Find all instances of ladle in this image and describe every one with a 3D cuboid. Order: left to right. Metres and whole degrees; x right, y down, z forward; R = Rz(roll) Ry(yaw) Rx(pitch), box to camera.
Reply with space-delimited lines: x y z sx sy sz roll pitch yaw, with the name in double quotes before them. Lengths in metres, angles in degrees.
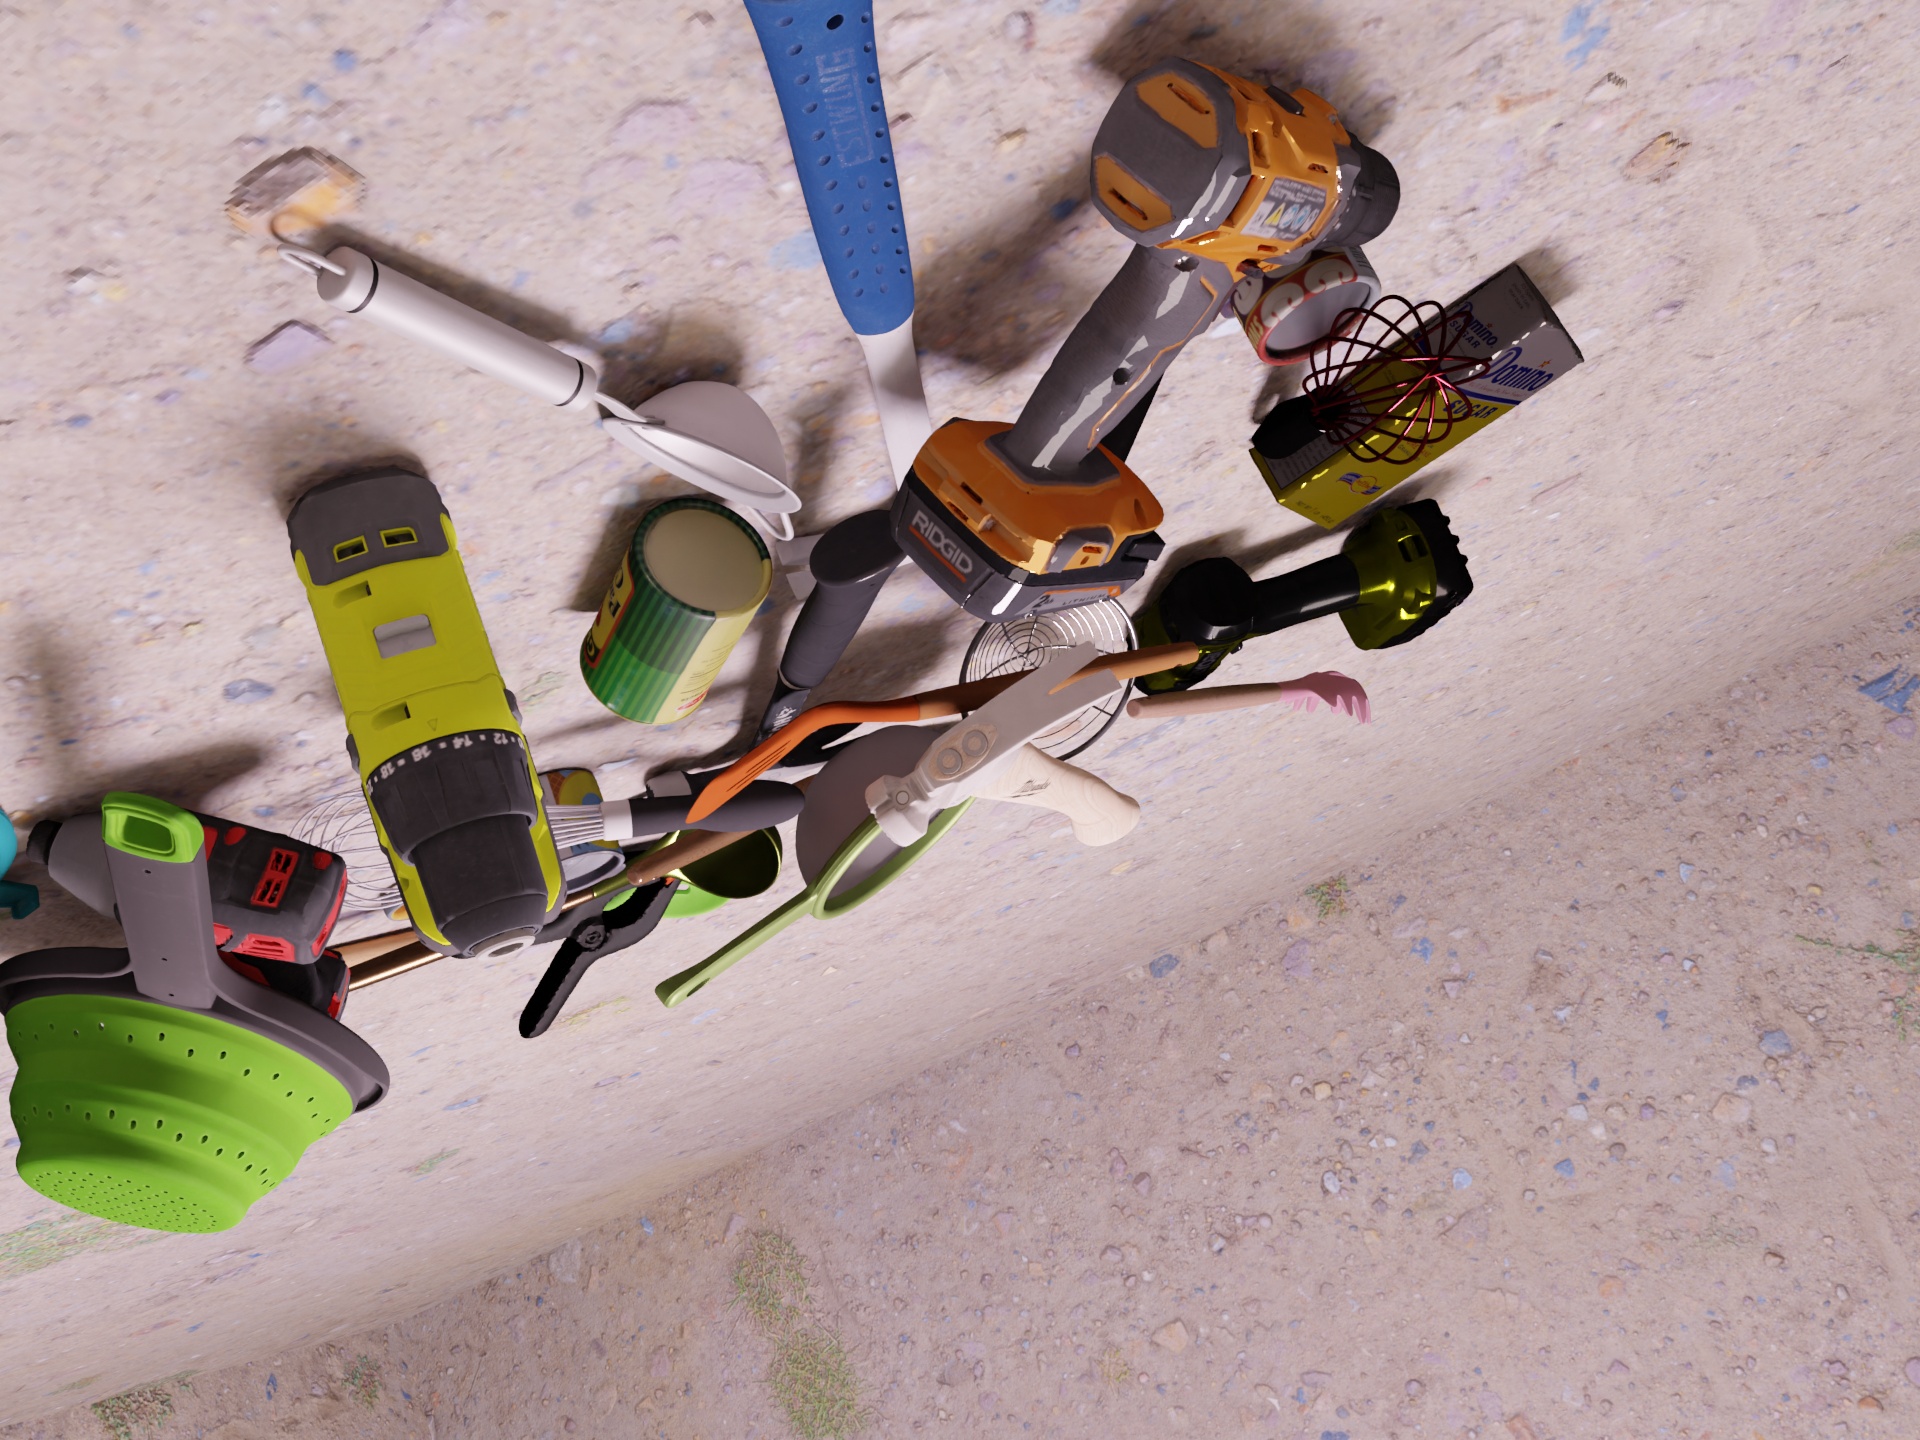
"ladle" -0.271 0.129 1.071 0.320 0.062 0.078 -20 123 -23

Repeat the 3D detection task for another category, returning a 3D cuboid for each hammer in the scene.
"hammer" -0.086 -0.021 0.878 0.149 0.036 0.409 -19 169 -20
"hammer" -0.035 -0.154 0.639 0.144 0.035 0.405 -23 162 -3
"hammer" 0.071 0.037 1.013 0.146 0.038 0.410 -35 164 9

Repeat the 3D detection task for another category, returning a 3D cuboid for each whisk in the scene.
"whisk" -0.227 0.059 0.897 0.284 0.070 0.070 -6 157 -17
"whisk" 0.181 -0.152 0.766 0.073 0.073 0.296 -24 -175 0

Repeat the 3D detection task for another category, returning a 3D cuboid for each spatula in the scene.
"spatula" -0.107 0.060 1.079 0.082 0.044 0.317 -32 177 36
"spatula" -0.001 -0.003 0.898 0.322 0.041 0.081 -12 165 -23

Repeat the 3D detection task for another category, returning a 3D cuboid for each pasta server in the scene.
"pasta server" 0.213 -0.011 1.154 0.060 0.040 0.316 13 -168 38

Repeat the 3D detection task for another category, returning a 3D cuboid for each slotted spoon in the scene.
"slotted spoon" -0.312 0.144 1.154 0.313 0.031 0.070 -9 143 -33

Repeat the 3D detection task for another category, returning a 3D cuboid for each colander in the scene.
"colander" -0.385 0.162 0.756 0.204 0.095 0.397 16 144 -11

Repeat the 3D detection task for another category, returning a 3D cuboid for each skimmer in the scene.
"skimmer" 0.075 -0.081 0.895 0.127 0.090 0.363 -18 161 -16

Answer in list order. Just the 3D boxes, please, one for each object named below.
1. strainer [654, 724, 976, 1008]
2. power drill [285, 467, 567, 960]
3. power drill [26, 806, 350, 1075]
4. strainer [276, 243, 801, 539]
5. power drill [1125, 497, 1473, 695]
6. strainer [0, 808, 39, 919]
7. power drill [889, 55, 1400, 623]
"strainer" -0.093 0.078 0.974 0.256 0.069 0.151 -34 164 -27
"power drill" -0.218 0.025 0.680 0.080 0.191 0.228 -18 165 -18
"power drill" -0.397 0.114 0.836 0.143 0.079 0.219 15 147 -10
"strainer" -0.137 -0.124 0.591 0.087 0.050 0.258 17 180 33
"power drill" 0.230 -0.078 1.131 0.223 0.080 0.171 -15 165 -15
"strainer" -0.503 0.083 0.629 0.211 0.095 0.340 -16 162 -22
"power drill" 0.085 -0.155 0.663 0.185 0.084 0.226 -16 145 -51
